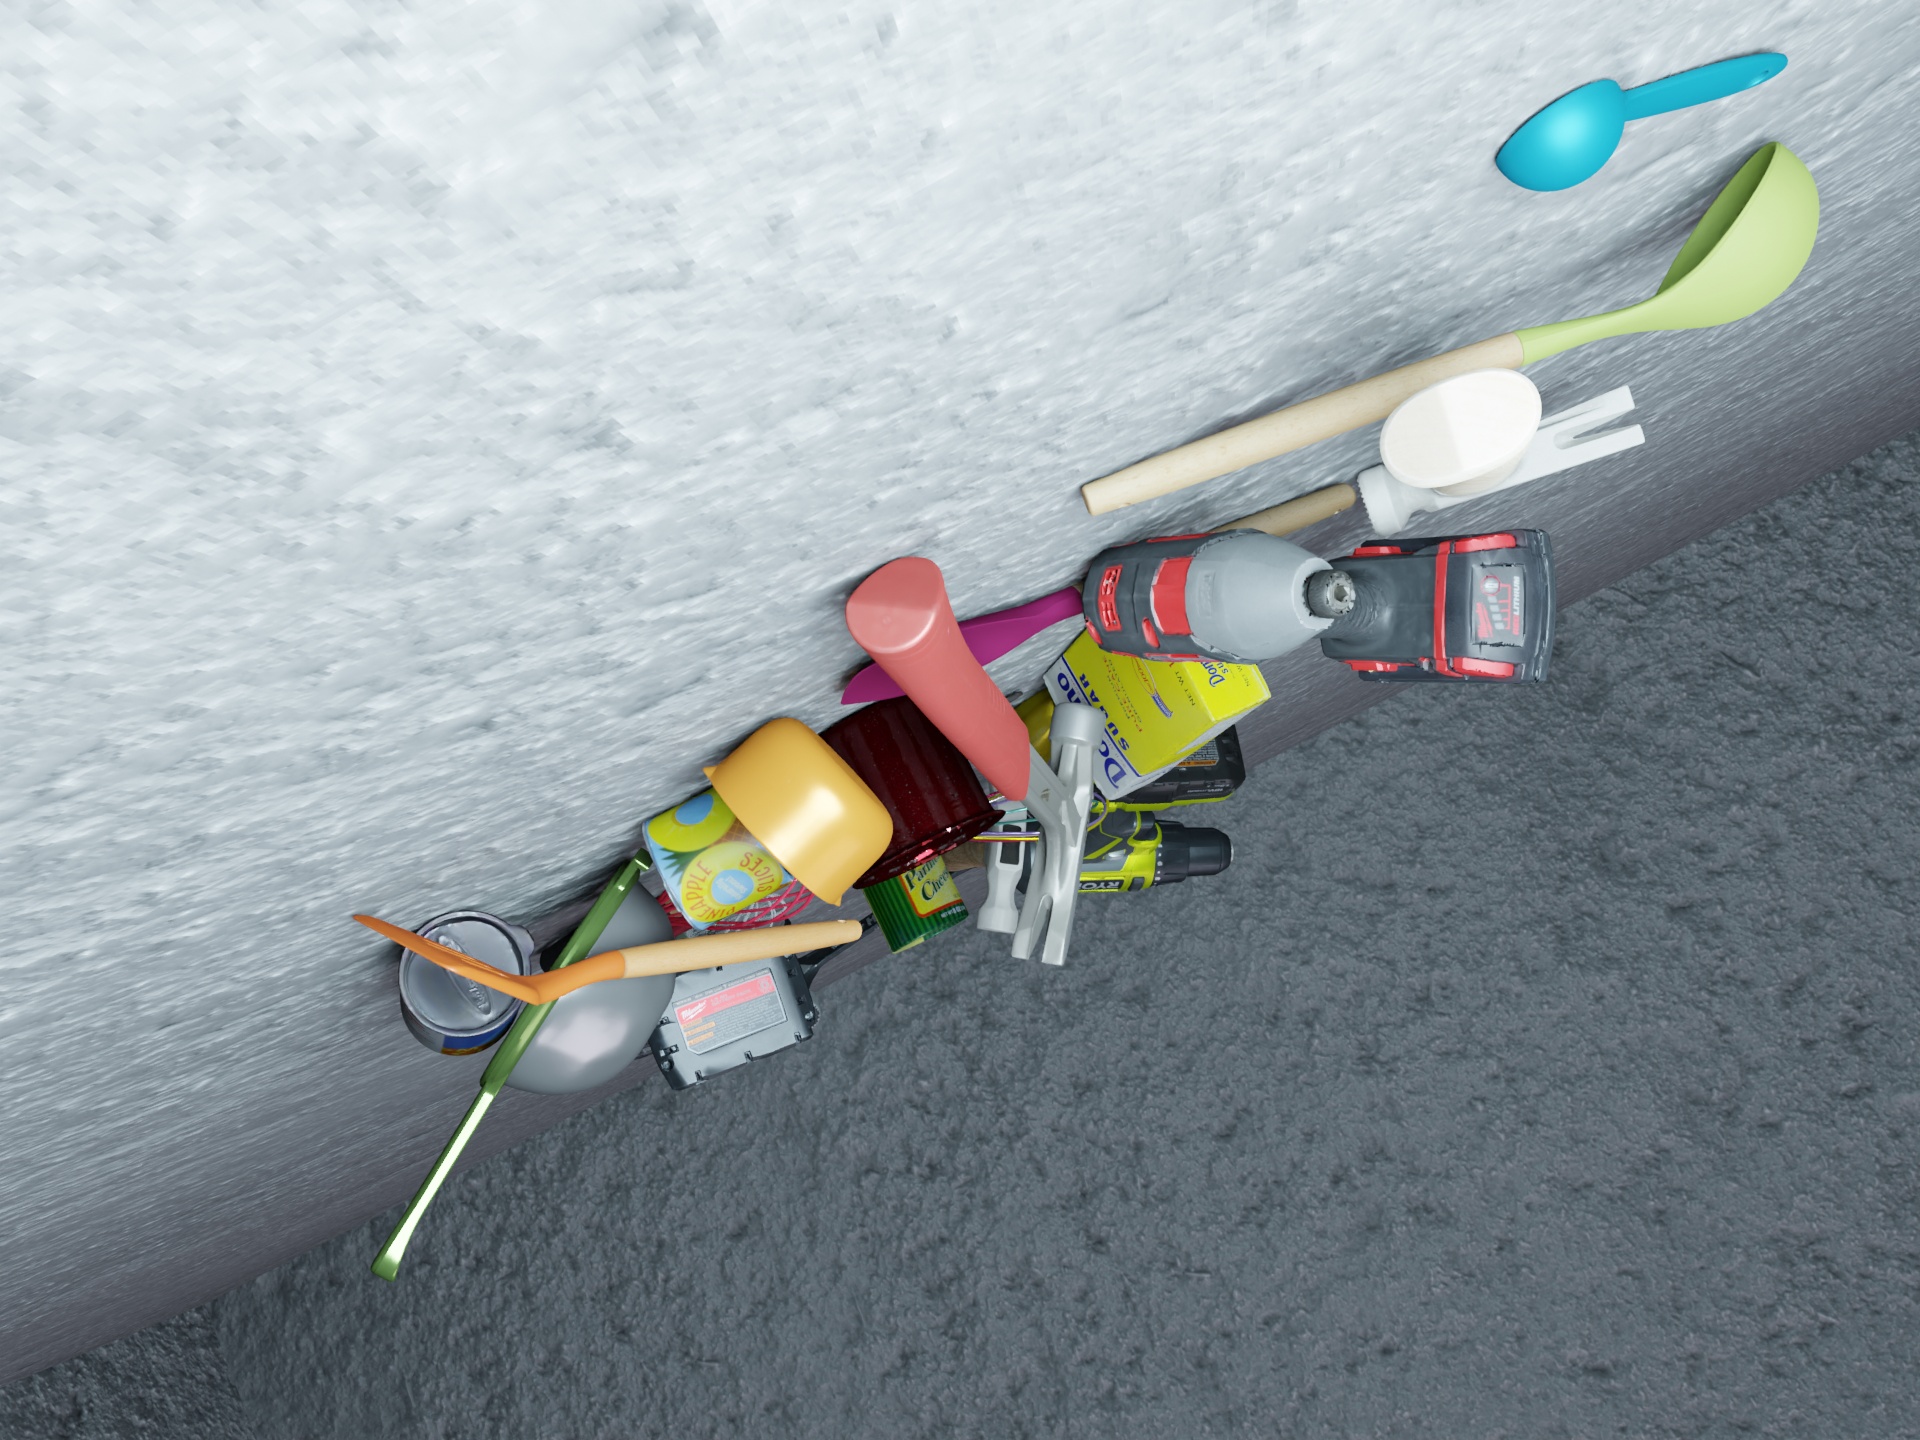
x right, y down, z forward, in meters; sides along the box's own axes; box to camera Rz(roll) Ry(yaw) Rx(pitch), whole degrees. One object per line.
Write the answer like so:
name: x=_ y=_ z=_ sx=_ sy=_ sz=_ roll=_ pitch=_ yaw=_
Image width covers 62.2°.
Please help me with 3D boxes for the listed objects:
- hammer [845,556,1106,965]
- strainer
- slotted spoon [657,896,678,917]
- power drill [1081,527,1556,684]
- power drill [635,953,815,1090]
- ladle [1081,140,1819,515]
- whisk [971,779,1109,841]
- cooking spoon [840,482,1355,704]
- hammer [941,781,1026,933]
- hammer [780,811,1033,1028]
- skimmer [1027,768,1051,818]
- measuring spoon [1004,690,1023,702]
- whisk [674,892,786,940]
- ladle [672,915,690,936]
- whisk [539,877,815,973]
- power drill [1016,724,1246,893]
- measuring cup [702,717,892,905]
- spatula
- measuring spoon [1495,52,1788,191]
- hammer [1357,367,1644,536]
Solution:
hammer: x=0.016 y=0.019 z=0.758 sx=0.037 sy=0.149 sz=0.358 roll=7 pitch=166 yaw=17
strainer: x=-0.227 y=0.200 z=0.885 sx=0.256 sy=0.069 sz=0.151 roll=-62 pitch=-172 yaw=-28
slotted spoon: x=-0.148 y=0.099 z=1.075 sx=0.314 sy=0.031 sz=0.070 roll=-30 pitch=177 yaw=26
power drill: x=0.183 y=-0.057 z=0.770 sx=0.219 sy=0.078 sz=0.143 roll=-1 pitch=-178 yaw=-36
power drill: x=-0.213 y=0.226 z=1.212 sx=0.188 sy=0.080 sz=0.226 roll=-18 pitch=177 yaw=-18
ladle: x=0.197 y=-0.154 z=0.649 sx=0.320 sy=0.062 sz=0.078 roll=-20 pitch=174 yaw=-1
whisk: x=-0.012 y=0.074 z=1.145 sx=0.245 sy=0.047 sz=0.051 roll=-9 pitch=177 yaw=-10
cooking spoon: x=0.079 y=-0.070 z=0.811 sx=0.319 sy=0.017 sz=0.068 roll=-22 pitch=165 yaw=-24
hammer: x=0.002 y=0.108 z=1.341 sx=0.031 sy=0.130 sz=0.331 roll=9 pitch=173 yaw=-12
hammer: x=-0.007 y=0.140 z=1.518 sx=0.409 sy=0.036 sz=0.149 roll=-34 pitch=-152 yaw=1
skimmer: x=0.156 y=-0.007 z=1.322 sx=0.127 sy=0.090 sz=0.363 roll=-18 pitch=157 yaw=-32
measuring spoon: x=-0.002 y=-0.003 z=0.977 sx=0.034 sy=0.018 sz=0.124 roll=-34 pitch=175 yaw=41
whisk: x=-0.201 y=0.163 z=1.241 sx=0.059 sy=0.058 sz=0.246 roll=18 pitch=152 yaw=-24
ladle: x=-0.162 y=0.126 z=1.113 sx=0.315 sy=0.031 sz=0.069 roll=-29 pitch=-155 yaw=24
whisk: x=-0.183 y=0.118 z=1.006 sx=0.296 sy=0.073 sz=0.073 roll=-26 pitch=173 yaw=39
power drill: x=0.150 y=0.073 z=1.292 sx=0.190 sy=0.080 sz=0.228 roll=-1 pitch=149 yaw=-9
measuring cup: x=-0.079 y=0.033 z=0.811 sx=0.052 sy=0.095 sz=0.174 roll=-43 pitch=-169 yaw=1
spatula: x=-0.162 y=0.118 z=0.844 sx=0.081 sy=0.041 sz=0.322 roll=16 pitch=-171 yaw=37
measuring spoon: x=0.233 y=-0.198 z=0.526 sx=0.128 sy=0.021 sz=0.042 roll=-22 pitch=169 yaw=-22
hammer: x=0.234 y=-0.120 z=0.683 sx=0.146 sy=0.038 sz=0.410 roll=-18 pitch=-179 yaw=19
